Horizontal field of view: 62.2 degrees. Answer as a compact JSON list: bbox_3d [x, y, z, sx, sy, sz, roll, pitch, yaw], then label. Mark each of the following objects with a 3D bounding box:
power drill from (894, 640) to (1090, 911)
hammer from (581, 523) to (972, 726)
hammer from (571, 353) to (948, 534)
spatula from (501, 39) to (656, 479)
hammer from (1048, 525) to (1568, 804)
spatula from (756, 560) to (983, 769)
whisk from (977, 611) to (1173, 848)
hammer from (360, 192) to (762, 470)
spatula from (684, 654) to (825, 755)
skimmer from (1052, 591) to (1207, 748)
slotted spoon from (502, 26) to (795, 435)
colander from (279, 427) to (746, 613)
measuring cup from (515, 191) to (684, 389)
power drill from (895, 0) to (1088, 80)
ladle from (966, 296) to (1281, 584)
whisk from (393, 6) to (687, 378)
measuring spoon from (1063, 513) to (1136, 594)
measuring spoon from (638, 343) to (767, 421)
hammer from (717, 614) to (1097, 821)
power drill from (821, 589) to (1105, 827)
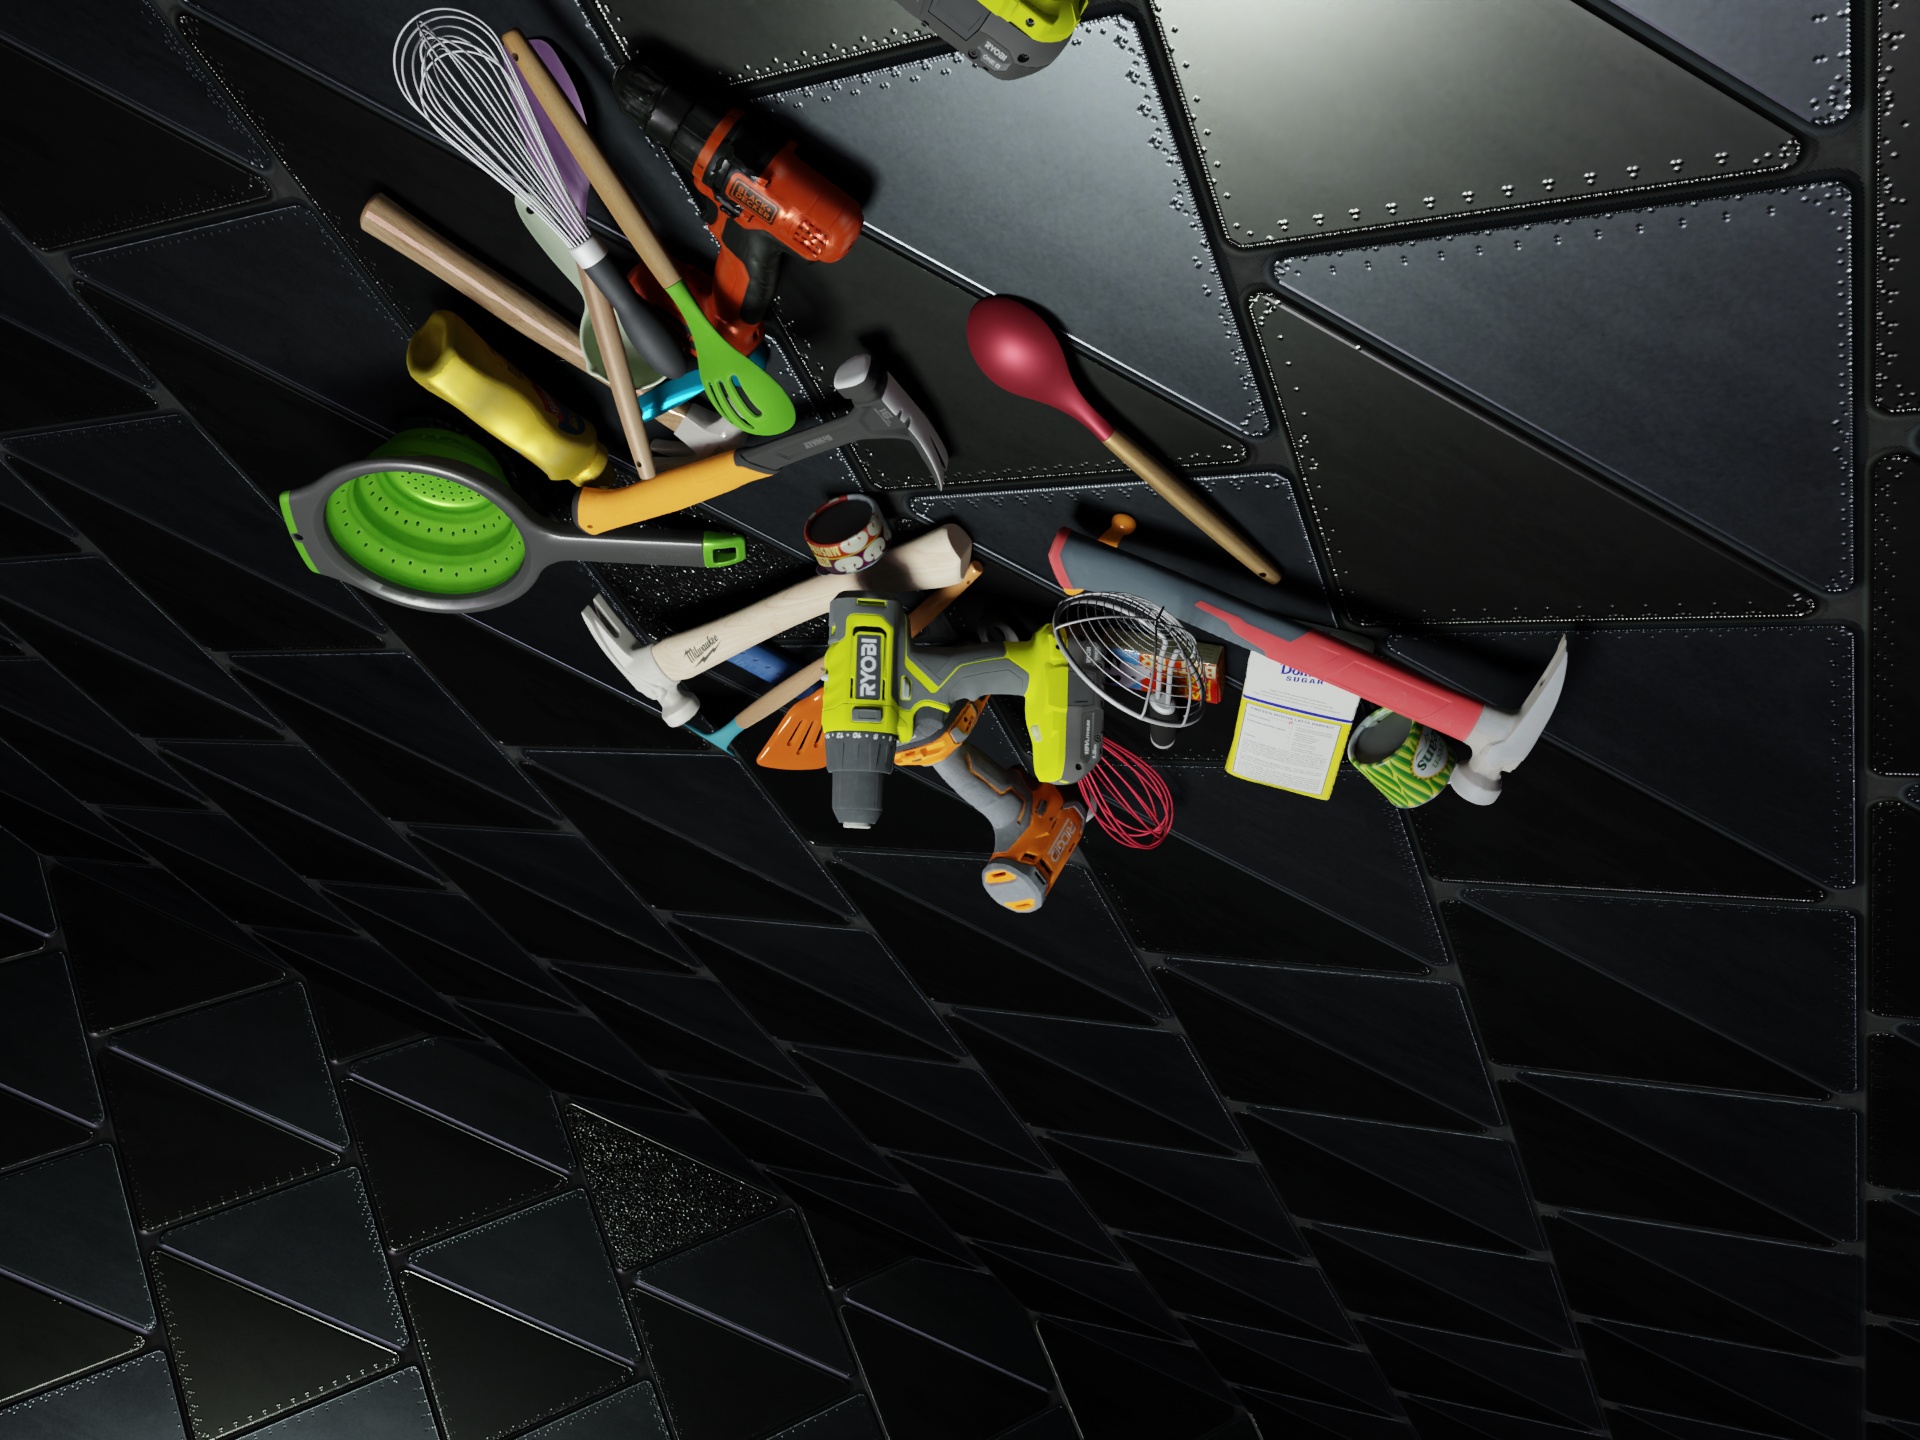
[{"bbox_3d":[0.034,0.040,1.446,0.084,0.164,0.226,-16,119,44],"label":"power drill"},{"bbox_3d":[-0.164,-0.103,1.409,0.410,0.038,0.146,-18,120,36],"label":"hammer"},{"bbox_3d":[-0.174,-0.196,1.266,0.337,0.034,0.127,-11,143,31],"label":"hammer"},{"bbox_3d":[-0.261,-0.317,1.133,0.060,0.018,0.315,9,127,27],"label":"spatula"},{"bbox_3d":[0.252,-0.071,1.195,0.386,0.038,0.143,24,123,5],"label":"hammer"},{"bbox_3d":[-0.076,-0.046,1.427,0.081,0.041,0.322,5,149,-39],"label":"spatula"},{"bbox_3d":[0.104,0.011,1.431,0.073,0.073,0.295,-13,128,42],"label":"whisk"},{"bbox_3d":[-0.317,-0.302,1.254,0.331,0.031,0.130,32,145,-14],"label":"hammer"},{"bbox_3d":[-0.196,-0.017,1.537,0.082,0.044,0.317,36,146,-19],"label":"spatula"},{"bbox_3d":[0.137,-0.012,1.247,0.127,0.090,0.363,46,175,15],"label":"skimmer"},{"bbox_3d":[-0.210,-0.318,1.075,0.070,0.031,0.313,-3,130,44],"label":"slotted spoon"},{"bbox_3d":[-0.388,-0.189,1.423,0.397,0.095,0.204,3,145,-2],"label":"colander"},{"bbox_3d":[-0.272,-0.324,1.189,0.083,0.038,0.167,-36,100,10],"label":"measuring cup"},{"bbox_3d":[0.044,-0.450,0.792,0.171,0.080,0.223,32,142,-16],"label":"power drill"},{"bbox_3d":[0.125,-0.193,1.156,0.315,0.031,0.069,36,144,-23],"label":"ladle"},{"bbox_3d":[-0.269,-0.344,1.069,0.070,0.070,0.284,-6,135,36],"label":"whisk"},{"bbox_3d":[0.108,-0.129,1.268,0.021,0.011,0.117,27,147,-8],"label":"measuring spoon"},{"bbox_3d":[-0.207,-0.255,1.214,0.128,0.021,0.042,-23,110,16],"label":"measuring spoon"},{"bbox_3d":[-0.069,0.017,1.559,0.405,0.035,0.144,30,146,-11],"label":"hammer"},{"bbox_3d":[-0.002,-0.004,1.312,0.228,0.190,0.080,3,174,-11],"label":"power drill"}]
